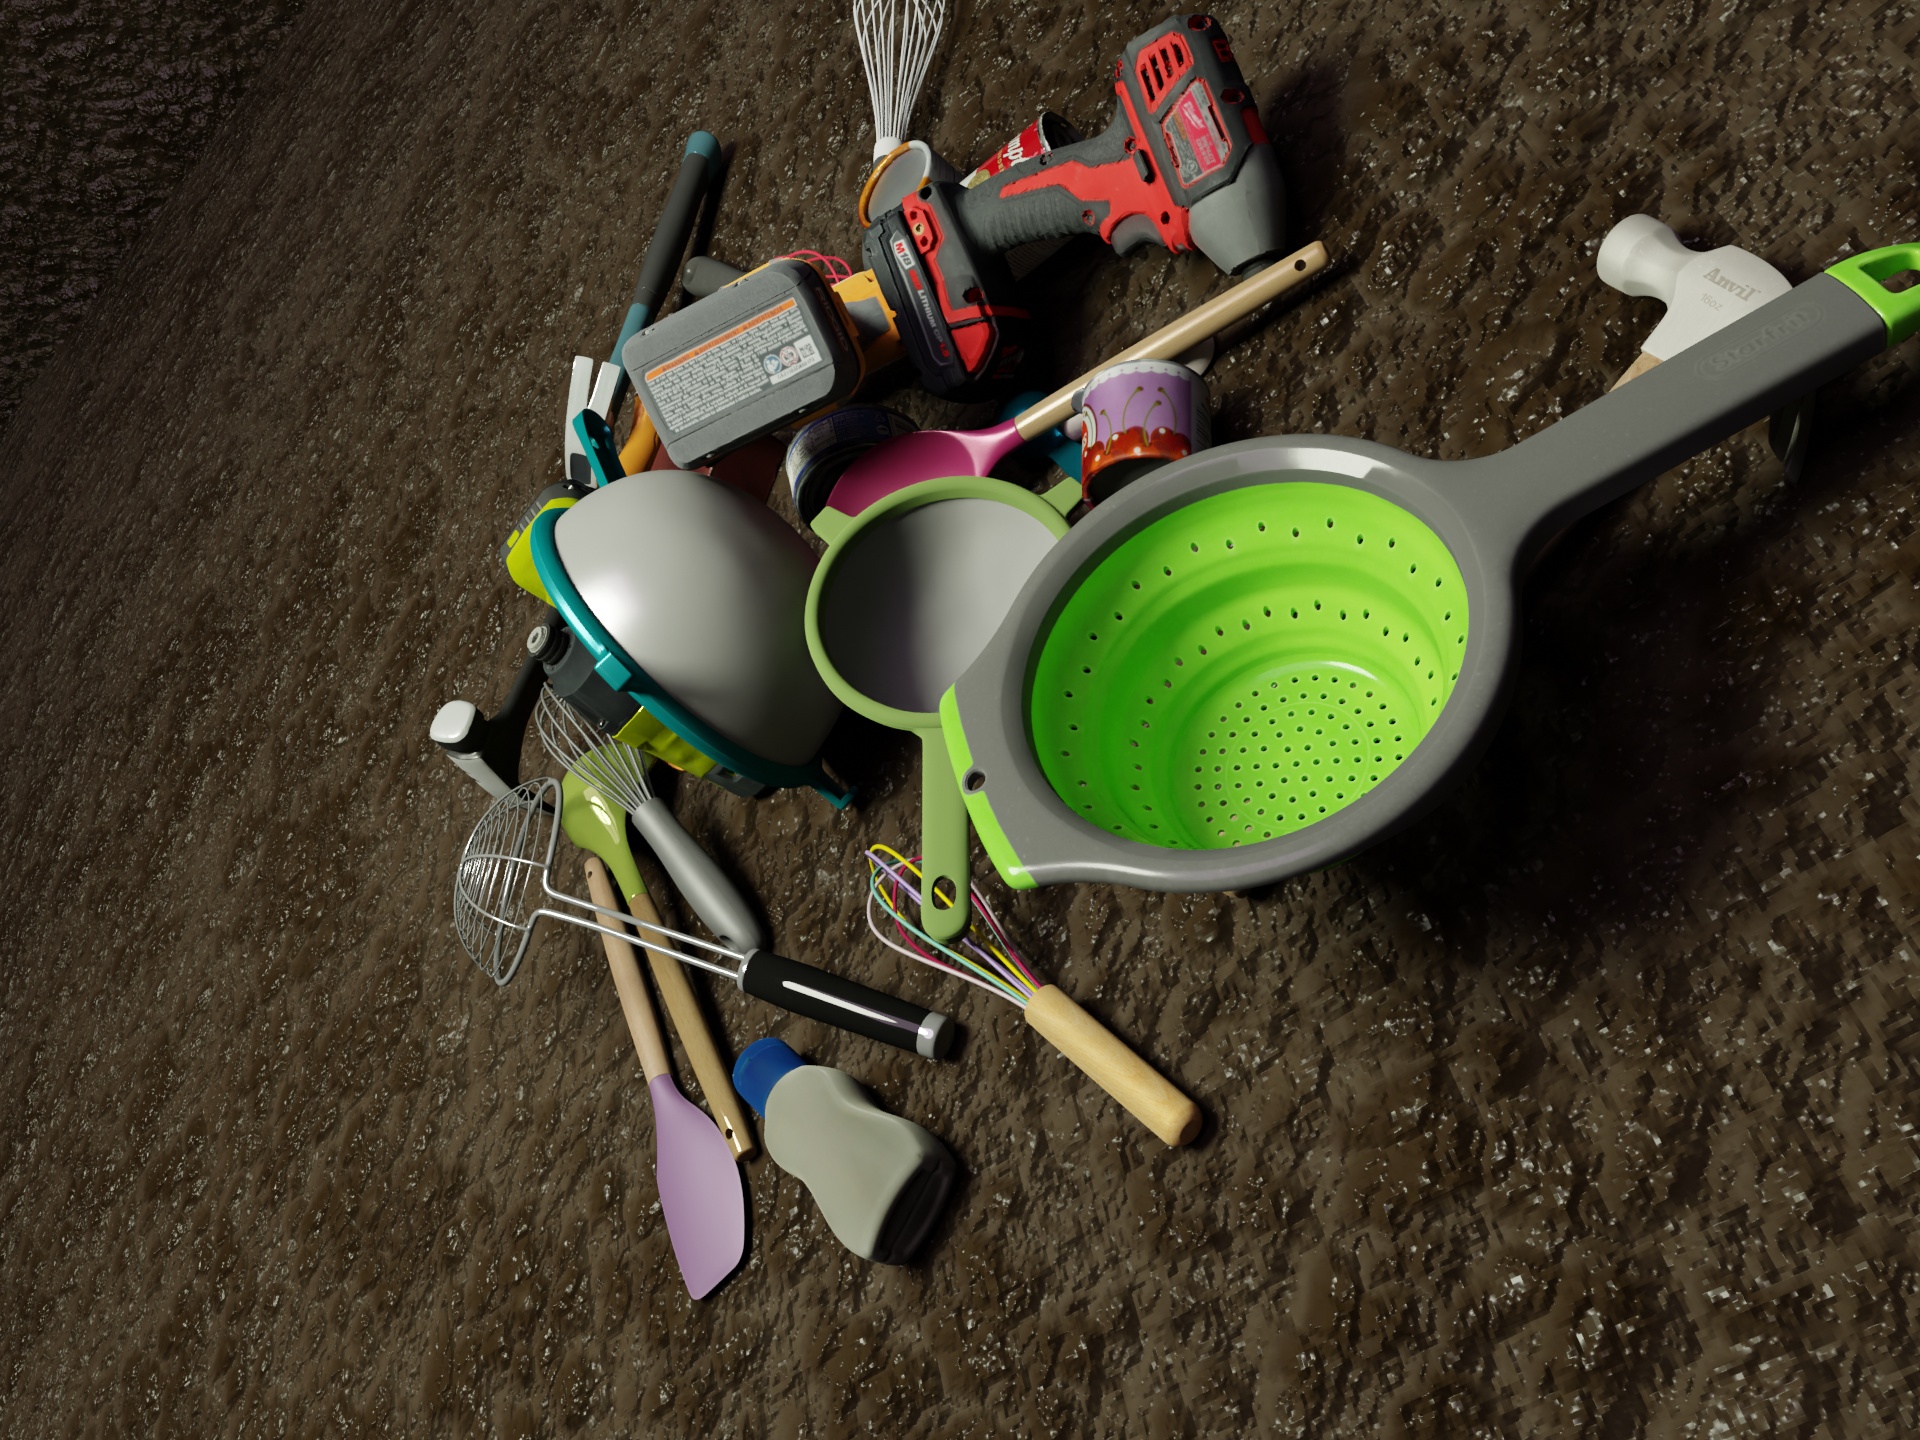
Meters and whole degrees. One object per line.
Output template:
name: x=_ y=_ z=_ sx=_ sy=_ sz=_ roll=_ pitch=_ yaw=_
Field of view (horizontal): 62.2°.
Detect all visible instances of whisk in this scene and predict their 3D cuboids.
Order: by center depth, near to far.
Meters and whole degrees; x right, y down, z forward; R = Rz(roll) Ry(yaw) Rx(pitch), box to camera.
whisk: x=0.027 y=0.125 z=0.757 sx=0.245 sy=0.051 sz=0.047 roll=35 pitch=116 yaw=45
whisk: x=-0.187 y=0.054 z=0.959 sx=0.055 sy=0.055 sz=0.239 roll=-49 pitch=63 yaw=14
whisk: x=-0.047 y=-0.421 z=1.115 sx=0.070 sy=0.070 sz=0.285 roll=-15 pitch=64 yaw=40
whisk: x=-0.145 y=-0.310 z=1.150 sx=0.073 sy=0.073 sz=0.296 roll=-60 pitch=35 yaw=2

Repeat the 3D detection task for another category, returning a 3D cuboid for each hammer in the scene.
hammer: x=0.215 y=-0.053 z=0.663 sx=0.331 sy=0.031 sz=0.130 roll=-50 pitch=42 yaw=13
hammer: x=-0.267 y=-0.098 z=1.140 sx=0.034 sy=0.127 sz=0.337 roll=7 pitch=62 yaw=23
hammer: x=-0.246 y=-0.327 z=1.245 sx=0.128 sy=0.033 sz=0.331 roll=107 pitch=176 yaw=-65

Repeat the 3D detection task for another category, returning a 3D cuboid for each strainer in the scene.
strainer: x=-0.001 y=-0.003 z=0.819 sx=0.151 sy=0.069 sz=0.257 roll=-6 pitch=64 yaw=11
strainer: x=-0.153 y=-0.110 z=0.928 sx=0.095 sy=0.210 sz=0.341 roll=-43 pitch=48 yaw=13

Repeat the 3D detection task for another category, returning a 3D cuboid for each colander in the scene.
colander: x=0.189 y=-0.045 z=0.609 sx=0.397 sy=0.094 sz=0.205 roll=-29 pitch=47 yaw=9

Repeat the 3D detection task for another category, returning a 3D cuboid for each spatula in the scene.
spatula: x=-0.182 y=0.192 z=0.941 sx=0.059 sy=0.018 sz=0.316 roll=-47 pitch=45 yaw=16

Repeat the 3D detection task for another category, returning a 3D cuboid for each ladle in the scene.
ladle: x=-0.176 y=0.131 z=0.961 sx=0.078 sy=0.062 sz=0.321 roll=-45 pitch=51 yaw=15

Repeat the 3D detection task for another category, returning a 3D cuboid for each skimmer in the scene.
skimmer: x=-0.150 y=0.123 z=0.893 sx=0.363 sy=0.090 sz=0.127 roll=14 pitch=87 yaw=28

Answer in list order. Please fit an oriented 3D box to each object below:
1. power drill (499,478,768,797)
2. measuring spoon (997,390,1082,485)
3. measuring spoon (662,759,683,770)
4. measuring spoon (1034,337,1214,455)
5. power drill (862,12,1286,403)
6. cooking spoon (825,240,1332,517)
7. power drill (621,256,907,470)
power drill: x=-0.207 y=-0.057 z=0.990 sx=0.080 sy=0.171 sz=0.223 roll=-50 pitch=39 yaw=12
measuring spoon: x=0.056 y=-0.145 z=0.872 sx=0.129 sy=0.021 sz=0.042 roll=46 pitch=117 yaw=43
measuring spoon: x=-0.206 y=0.007 z=1.075 sx=0.117 sy=0.011 sz=0.021 roll=34 pitch=94 yaw=45
measuring spoon: x=0.084 y=-0.180 z=0.873 sx=0.124 sy=0.018 sz=0.034 roll=-27 pitch=52 yaw=34
power drill: x=0.068 y=-0.263 z=0.864 sx=0.219 sy=0.078 sz=0.143 roll=-23 pitch=89 yaw=29
cooking spoon: x=0.055 y=-0.169 z=0.860 sx=0.319 sy=0.017 sz=0.069 roll=-26 pitch=89 yaw=27
power drill: x=-0.116 y=-0.208 z=0.934 sx=0.185 sy=0.084 sz=0.226 roll=-22 pitch=12 yaw=20
